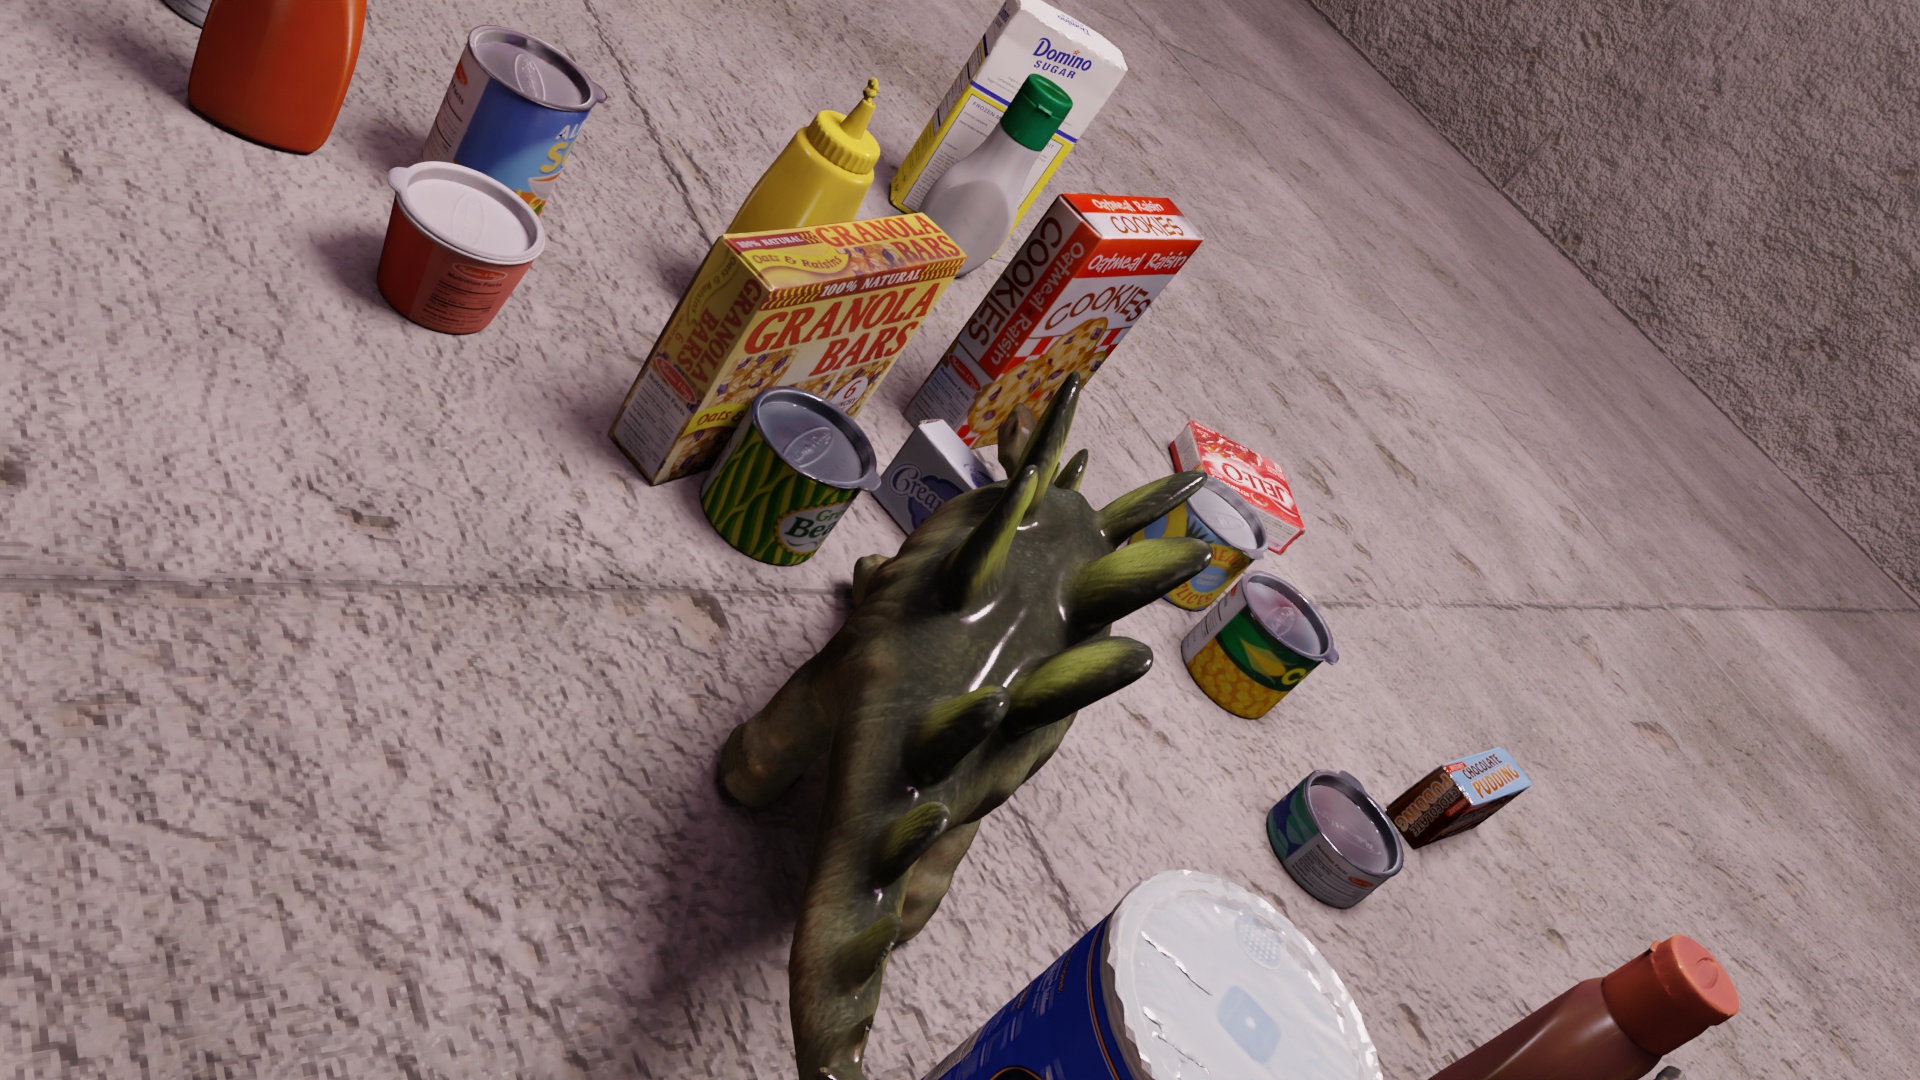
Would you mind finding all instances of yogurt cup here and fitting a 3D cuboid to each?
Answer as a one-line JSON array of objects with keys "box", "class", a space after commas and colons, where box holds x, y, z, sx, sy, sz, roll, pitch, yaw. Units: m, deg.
[{"box": [-0.235, -0.133, 0.644, 0.072, 0.053, 0.073, 26, 34, -19], "class": "yogurt cup"}]

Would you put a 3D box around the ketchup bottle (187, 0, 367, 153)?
[{"box": [-0.303, -0.253, 0.637, 0.065, 0.148, 0.044, 20, 37, -28], "class": "ketchup bottle"}]

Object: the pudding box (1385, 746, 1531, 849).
[{"box": [0.296, 0.151, 0.823, 0.084, 0.049, 0.030, -1, 49, -46], "class": "pudding box"}]

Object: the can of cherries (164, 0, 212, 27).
[{"box": [-0.371, -0.300, 0.714, 0.071, 0.058, 0.072, 26, 34, -19], "class": "can of cherries"}]

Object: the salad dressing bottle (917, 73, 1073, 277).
[{"box": [0.023, -0.252, 0.963, 0.064, 0.147, 0.044, 28, 33, -17], "class": "salad dressing bottle"}]

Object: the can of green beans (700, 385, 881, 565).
[{"box": [-0.083, -0.030, 0.664, 0.071, 0.057, 0.071, 26, 34, -19], "class": "can of green beans"}]

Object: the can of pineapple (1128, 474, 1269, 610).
[{"box": [0.146, 0.002, 0.852, 0.071, 0.057, 0.071, 26, 34, -19], "class": "can of pineapple"}]

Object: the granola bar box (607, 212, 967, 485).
[{"box": [-0.082, -0.099, 0.688, 0.039, 0.123, 0.166, 46, 33, 12], "class": "granola bar box"}]

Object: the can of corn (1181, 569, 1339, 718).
[{"box": [0.173, 0.062, 0.804, 0.071, 0.058, 0.071, 26, 34, -19], "class": "can of corn"}]

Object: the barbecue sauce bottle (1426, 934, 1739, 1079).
[{"box": [0.266, 0.225, 0.607, 0.065, 0.148, 0.044, -8, 54, -50], "class": "barbecue sauce bottle"}]

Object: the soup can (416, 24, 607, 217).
[{"box": [-0.231, -0.207, 0.713, 0.071, 0.083, 0.072, 26, 34, -19], "class": "soup can"}]

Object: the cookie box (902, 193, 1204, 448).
[{"box": [0.055, -0.129, 0.822, 0.040, 0.166, 0.123, 50, 33, 17], "class": "cookie box"}]

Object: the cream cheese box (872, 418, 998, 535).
[{"box": [0.003, -0.009, 0.727, 0.104, 0.053, 0.024, 49, 33, 16], "class": "cream cheese box"}]

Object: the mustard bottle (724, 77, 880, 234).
[{"box": [-0.085, -0.181, 0.755, 0.049, 0.159, 0.065, 43, 32, 7], "class": "mustard bottle"}]

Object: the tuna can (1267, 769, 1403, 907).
[{"box": [0.198, 0.156, 0.735, 0.071, 0.032, 0.071, 26, 34, -19], "class": "tuna can"}]
